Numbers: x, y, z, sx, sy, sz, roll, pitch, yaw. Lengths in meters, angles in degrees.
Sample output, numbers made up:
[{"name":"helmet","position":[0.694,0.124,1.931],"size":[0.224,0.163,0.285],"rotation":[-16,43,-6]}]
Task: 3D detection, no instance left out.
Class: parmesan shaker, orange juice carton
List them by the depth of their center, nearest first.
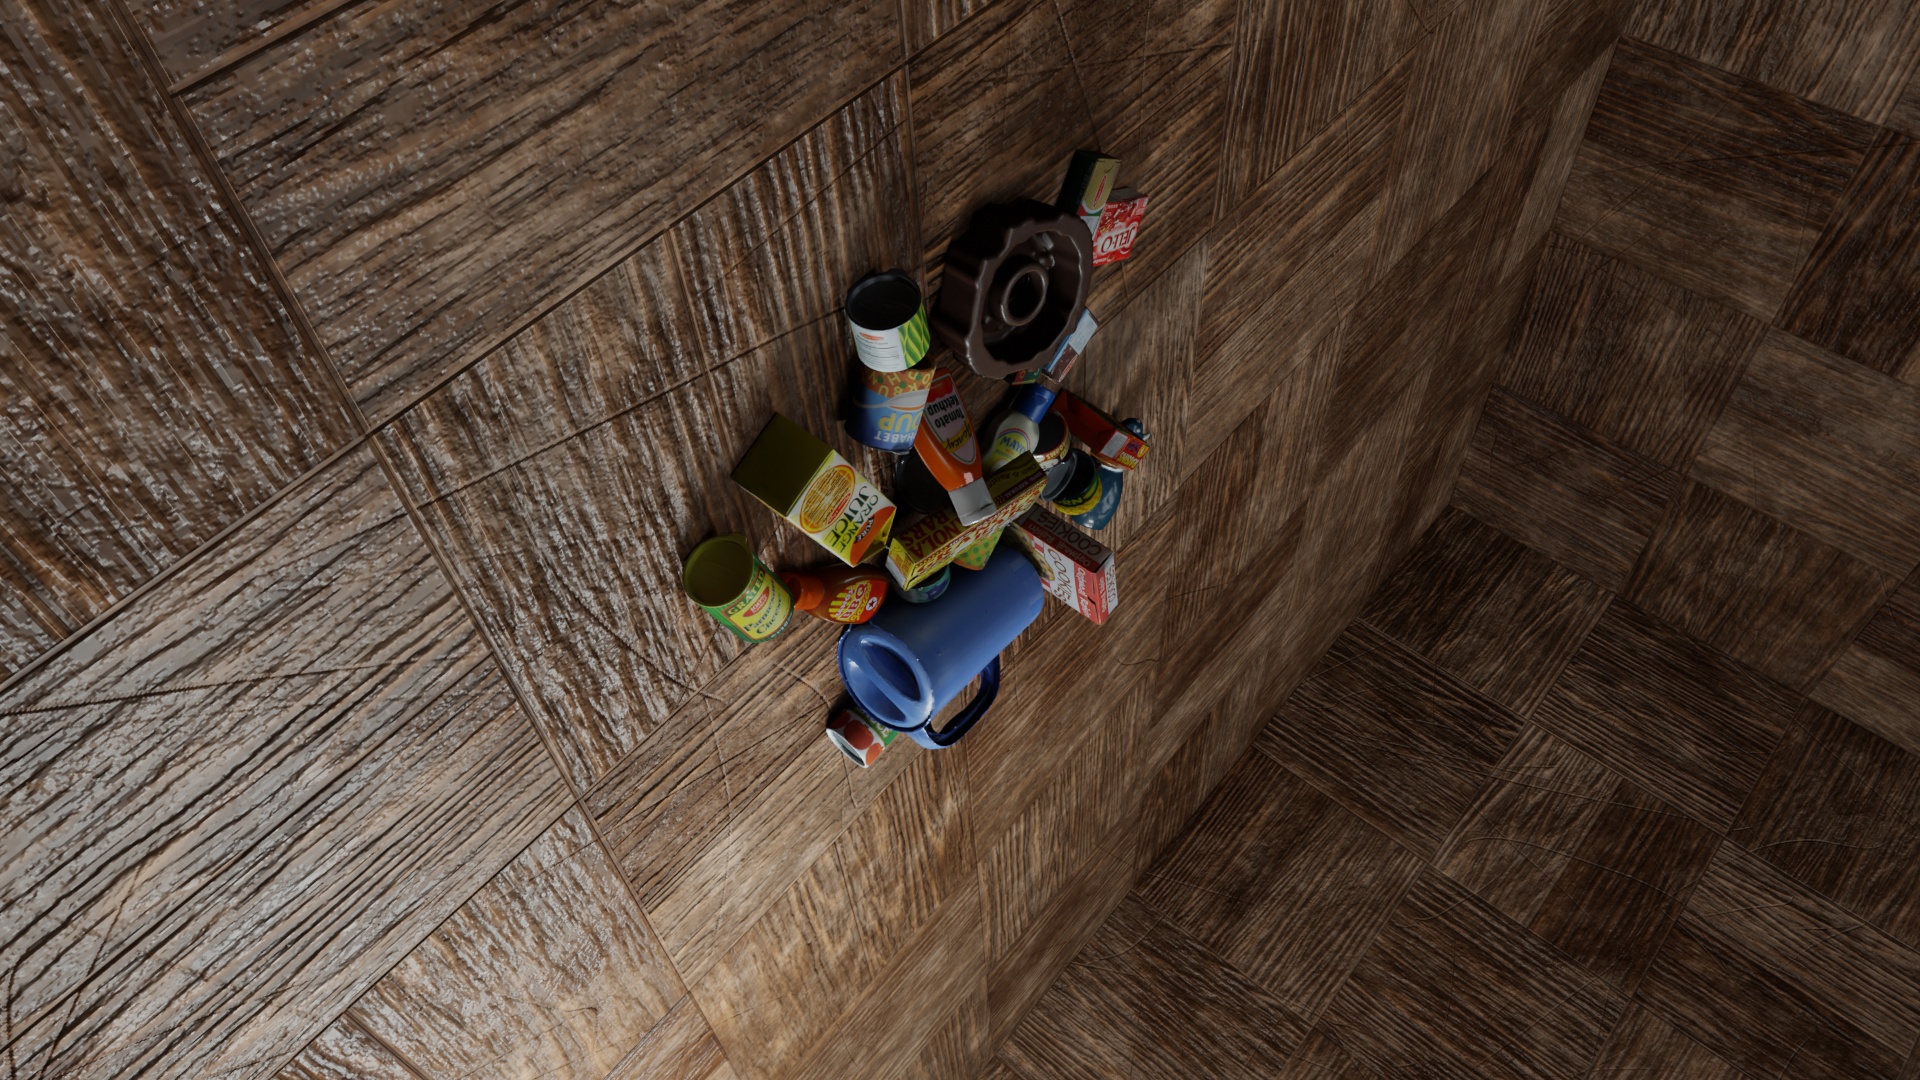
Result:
[{"name":"parmesan shaker","position":[-0.194,0.043,1.235],"size":[0.071,0.071,0.102],"rotation":[-52,155,-9]},{"name":"orange juice carton","position":[-0.122,-0.037,1.263],"size":[0.073,0.072,0.192],"rotation":[-55,154,-4]}]

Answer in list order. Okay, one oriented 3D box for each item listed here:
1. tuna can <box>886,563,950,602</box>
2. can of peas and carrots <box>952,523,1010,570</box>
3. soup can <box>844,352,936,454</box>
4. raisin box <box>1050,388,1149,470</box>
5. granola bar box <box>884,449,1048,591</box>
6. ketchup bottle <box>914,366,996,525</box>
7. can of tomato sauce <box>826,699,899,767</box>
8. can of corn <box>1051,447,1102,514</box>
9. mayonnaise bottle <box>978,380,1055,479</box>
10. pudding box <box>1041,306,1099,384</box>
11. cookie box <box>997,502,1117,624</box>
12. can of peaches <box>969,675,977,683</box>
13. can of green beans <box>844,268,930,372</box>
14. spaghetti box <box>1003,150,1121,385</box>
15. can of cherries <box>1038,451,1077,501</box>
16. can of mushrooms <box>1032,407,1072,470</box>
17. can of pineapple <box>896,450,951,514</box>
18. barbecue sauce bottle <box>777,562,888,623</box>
[{"name":"tuna can","position":[-0.043,0.030,1.488],"size":[0.071,0.071,0.032],"rotation":[-46,154,-22]},{"name":"can of peas and carrots","position":[0.011,-0.007,1.536],"size":[0.071,0.071,0.058],"rotation":[-1,121,-60]},{"name":"soup can","position":[-0.062,-0.131,1.260],"size":[0.071,0.071,0.083],"rotation":[-22,138,-50]},{"name":"raisin box","position":[0.165,-0.131,1.644],"size":[0.040,0.086,0.123],"rotation":[-55,155,10]},{"name":"granola bar box","position":[0.005,-0.018,1.416],"size":[0.166,0.039,0.124],"rotation":[-33,172,-14]},{"name":"ketchup bottle","position":[-0.011,-0.088,1.329],"size":[0.065,0.148,0.043],"rotation":[-28,-173,-38]},{"name":"can of tomato sauce","position":[-0.102,0.207,1.586],"size":[0.083,0.071,0.071],"rotation":[-46,153,-20]},{"name":"can of corn","position":[0.134,-0.069,1.686],"size":[0.071,0.071,0.058],"rotation":[-52,155,-9]},{"name":"mayonnaise bottle","position":[0.050,-0.104,1.508],"size":[0.065,0.041,0.148],"rotation":[30,93,-21]},{"name":"pudding box","position":[0.113,-0.218,1.518],"size":[0.083,0.030,0.049],"rotation":[-57,156,1]},{"name":"cookie box","position":[0.104,0.015,1.611],"size":[0.040,0.168,0.122],"rotation":[-47,153,-18]},{"name":"can of peaches","position":[-0.010,0.137,1.667],"size":[0.071,0.071,0.058],"rotation":[-53,154,-8]},{"name":"can of green beans","position":[-0.062,-0.188,1.199],"size":[0.071,0.071,0.057],"rotation":[-47,153,-20]},{"name":"spaghetti box","position":[0.098,-0.276,1.424],"size":[0.050,0.029,0.248],"rotation":[-17,134,-54]},{"name":"can of cherries","position":[0.090,-0.087,1.597],"size":[0.072,0.058,0.071],"rotation":[-41,151,-28]},{"name":"can of mushrooms","position":[0.092,-0.114,1.554],"size":[0.071,0.071,0.033],"rotation":[-50,152,-13]},{"name":"can of pineapple","position":[-0.021,-0.065,1.412],"size":[0.058,0.071,0.070],"rotation":[-27,142,-47]},{"name":"barbecue sauce bottle","position":[-0.131,0.051,1.383],"size":[0.064,0.044,0.148],"rotation":[-60,154,11]}]
